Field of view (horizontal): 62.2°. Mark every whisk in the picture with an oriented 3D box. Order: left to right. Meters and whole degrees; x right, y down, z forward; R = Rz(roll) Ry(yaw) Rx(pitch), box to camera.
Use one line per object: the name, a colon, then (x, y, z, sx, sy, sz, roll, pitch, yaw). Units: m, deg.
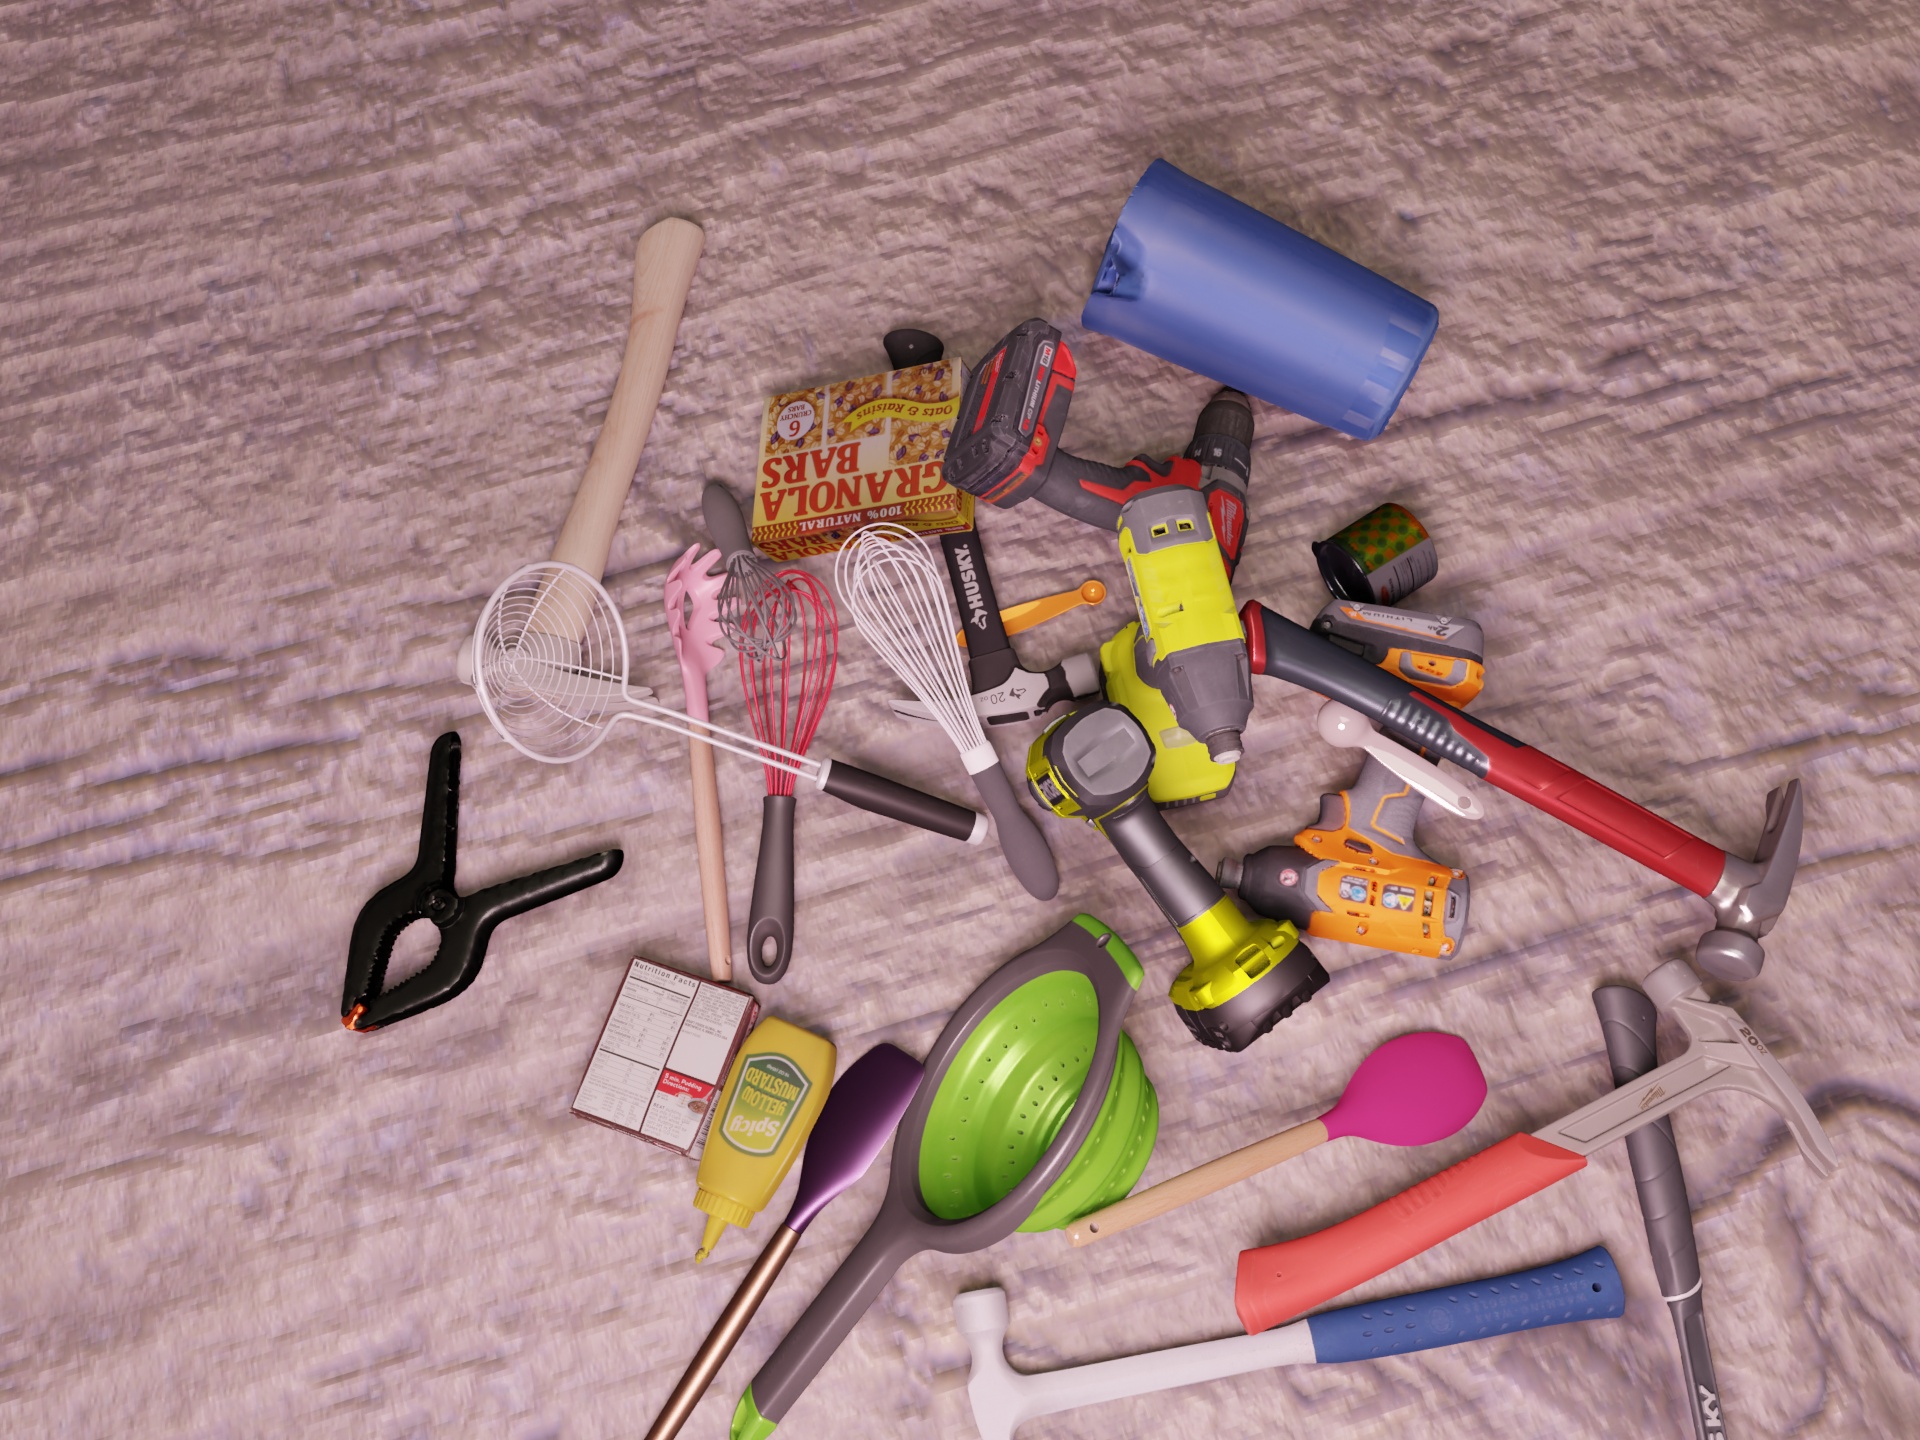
whisk: (-0.157, -0.111, 1.119, 0.055, 0.055, 0.239, -21, 37, -5)
whisk: (-0.126, 0.036, 1.115, 0.073, 0.073, 0.296, 1, 77, 3)
whisk: (-0.001, -0.004, 1.082, 0.070, 0.070, 0.284, -28, 95, -7)

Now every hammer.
hammer: (-0.253, -0.204, 1.215, 0.146, 0.038, 0.411, 11, 71, 5)
hammer: (-0.010, -0.149, 1.180, 0.146, 0.035, 0.335, -16, 68, 4)
hammer: (0.206, 0.391, 0.980, 0.405, 0.035, 0.144, -11, 70, -1)
hammer: (0.331, 0.284, 0.961, 0.359, 0.036, 0.149, -26, 58, -4)
hammer: (0.355, 0.014, 1.023, 0.386, 0.038, 0.143, 29, 66, 2)
hammer: (0.434, 0.362, 0.958, 0.149, 0.036, 0.409, 11, 63, -26)

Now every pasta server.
pasta server: (-0.178, 0.027, 1.128, 0.040, 0.060, 0.316, -20, 69, 33)

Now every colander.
colander: (0.005, 0.311, 0.988, 0.094, 0.205, 0.397, 37, 92, -21)

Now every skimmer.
skimmer: (-0.138, 0.008, 1.038, 0.363, 0.090, 0.127, 21, 67, -14)

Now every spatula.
spatula: (-0.124, 0.347, 1.019, 0.060, 0.018, 0.316, 22, 73, 38)

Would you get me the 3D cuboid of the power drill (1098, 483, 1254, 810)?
power drill: (0.142, -0.028, 1.033, 0.080, 0.223, 0.171, -12, 70, -1)

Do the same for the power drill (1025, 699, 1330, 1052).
power drill: (0.123, 0.096, 1.028, 0.080, 0.190, 0.228, -36, 87, -10)

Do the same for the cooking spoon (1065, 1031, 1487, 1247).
cooking spoon: (0.203, 0.262, 0.981, 0.319, 0.017, 0.069, -15, 72, -25)

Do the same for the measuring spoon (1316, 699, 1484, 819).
measuring spoon: (0.288, 0.025, 1.034, 0.124, 0.018, 0.034, 35, 83, 11)

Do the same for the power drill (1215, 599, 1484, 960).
power drill: (0.267, 0.038, 1.081, 0.164, 0.084, 0.227, 9, 75, 7)

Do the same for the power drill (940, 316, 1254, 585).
power drill: (0.115, -0.194, 1.136, 0.226, 0.080, 0.188, 27, 63, -21)

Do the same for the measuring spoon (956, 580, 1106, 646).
measuring spoon: (0.052, -0.076, 1.170, 0.117, 0.011, 0.021, -20, 68, 0)
